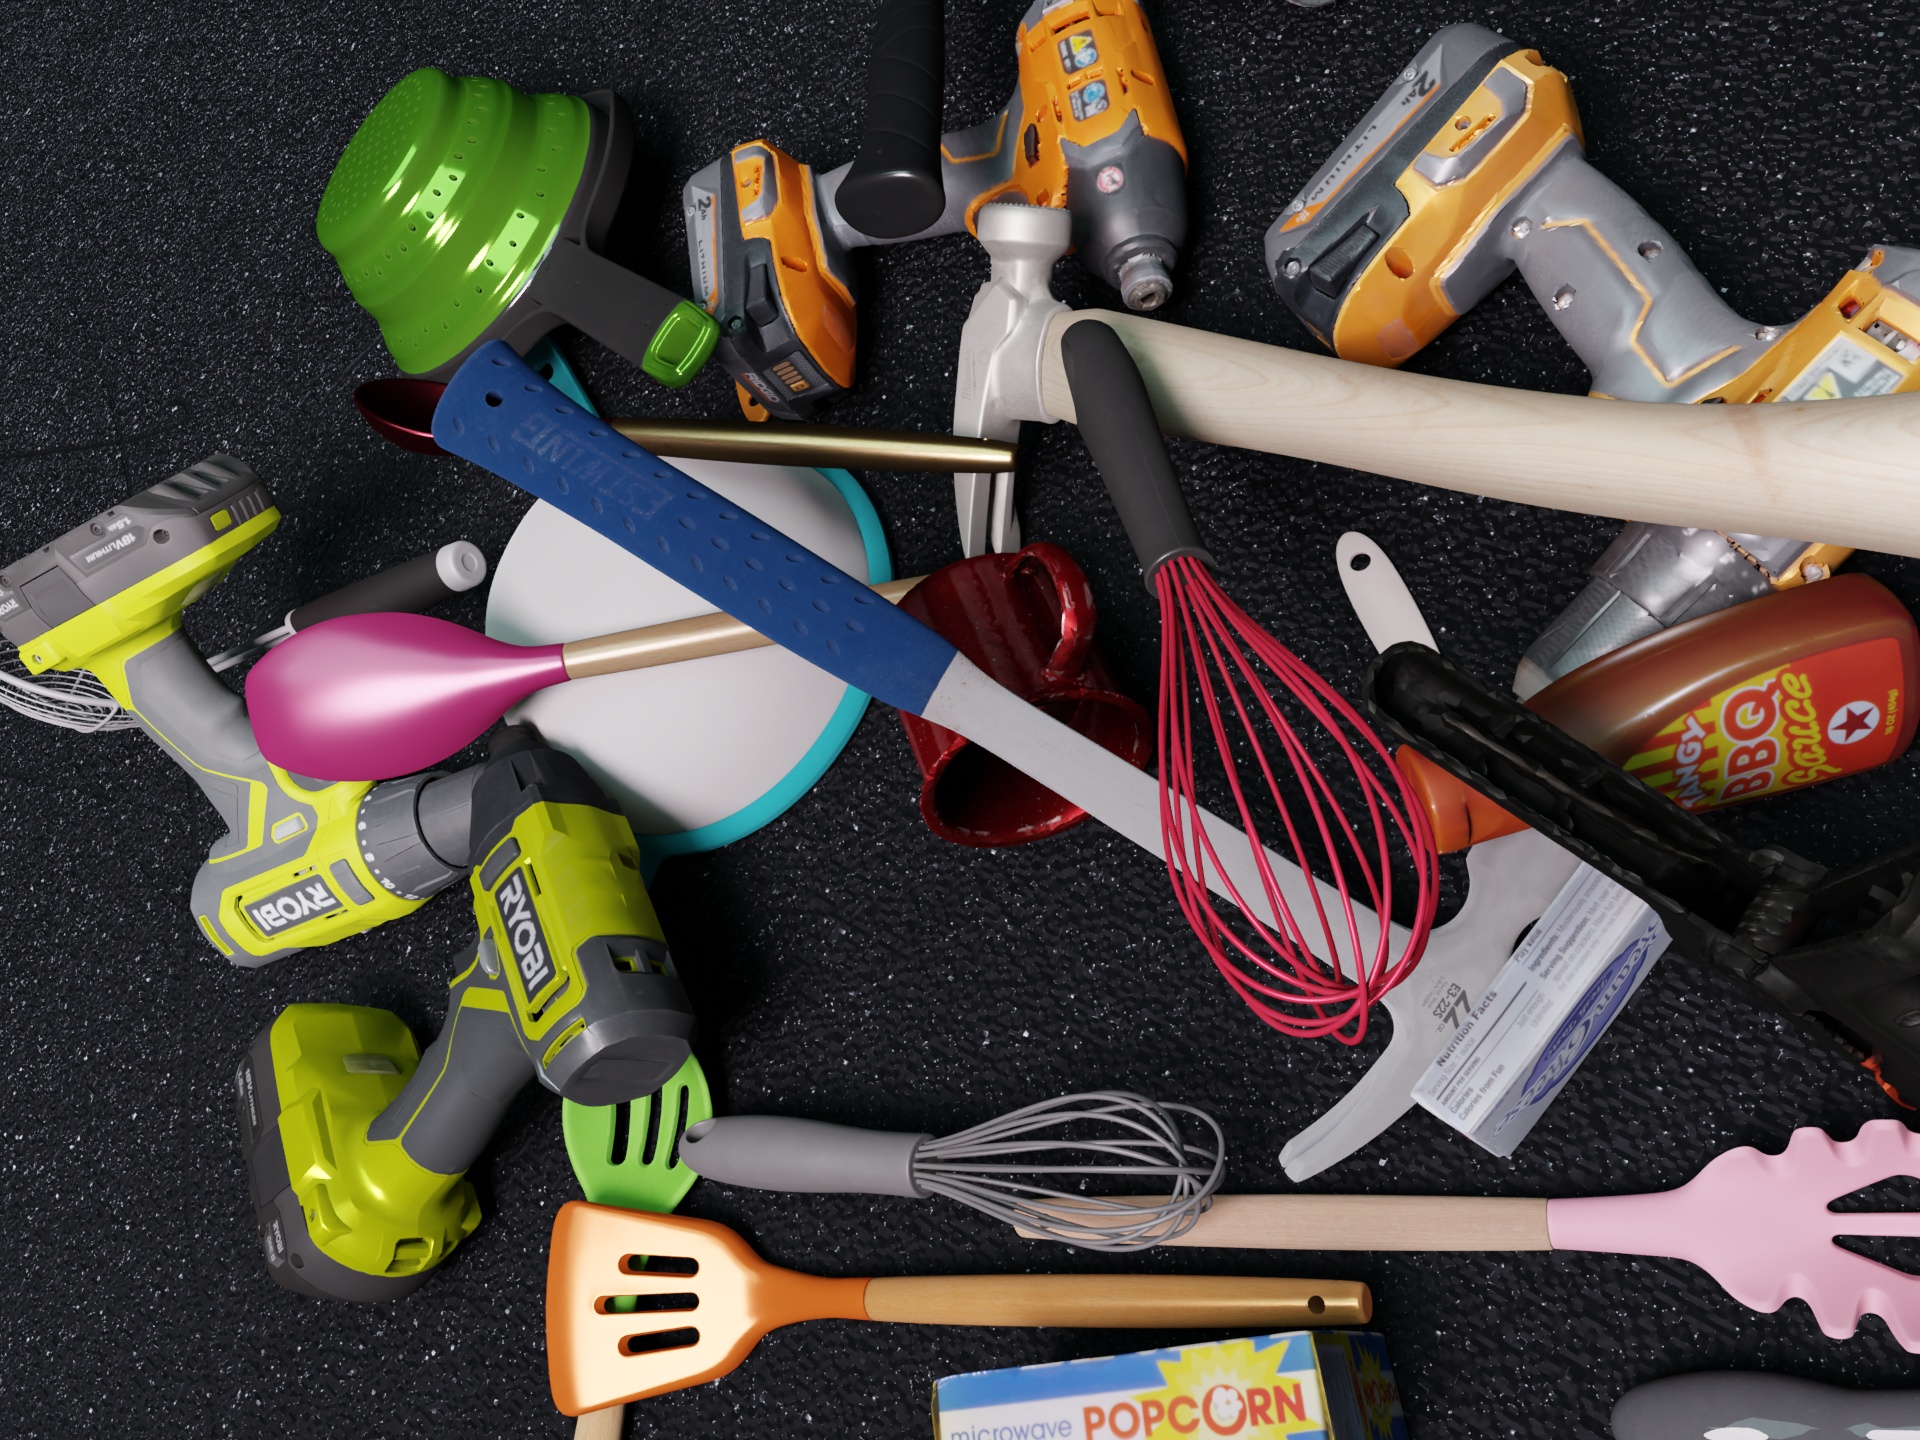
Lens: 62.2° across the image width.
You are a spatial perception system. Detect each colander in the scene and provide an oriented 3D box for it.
[{"bbox_3d":[-0.231,-0.242,0.784,0.204,0.094,0.397,-56,40,3],"label":"colander"}]

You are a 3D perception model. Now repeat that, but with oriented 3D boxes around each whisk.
[{"bbox_3d":[-0.013,0.157,0.574,0.239,0.055,0.055,-7,68,34],"label":"whisk"},{"bbox_3d":[0.312,0.179,0.399,0.284,0.070,0.070,-13,65,30],"label":"whisk"},{"bbox_3d":[0.074,-0.032,0.495,0.073,0.073,0.296,-29,49,17],"label":"whisk"}]

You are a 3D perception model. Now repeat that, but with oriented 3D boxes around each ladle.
[{"bbox_3d":[-0.123,-0.122,0.679,0.315,0.069,0.031,7,115,20],"label":"ladle"}]

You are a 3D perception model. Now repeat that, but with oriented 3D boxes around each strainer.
[{"bbox_3d":[-0.172,-0.096,0.752,0.211,0.095,0.341,-40,58,10],"label":"strainer"}]

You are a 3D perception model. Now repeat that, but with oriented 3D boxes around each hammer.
[{"bbox_3d":[-0.016,-0.342,0.727,0.149,0.036,0.409,-17,45,19],"label":"hammer"},{"bbox_3d":[0.148,-0.088,0.527,0.411,0.038,0.146,21,112,43],"label":"hammer"},{"bbox_3d":[-0.001,-0.002,0.536,0.405,0.035,0.144,32,88,3],"label":"hammer"}]

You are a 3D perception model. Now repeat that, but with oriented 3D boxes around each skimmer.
[{"bbox_3d":[-0.384,-0.063,0.828,0.363,0.127,0.090,-14,87,31],"label":"skimmer"}]

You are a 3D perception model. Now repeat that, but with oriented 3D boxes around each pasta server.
[{"bbox_3d":[0.156,0.159,0.501,0.316,0.040,0.060,-9,74,28],"label":"pasta server"}]

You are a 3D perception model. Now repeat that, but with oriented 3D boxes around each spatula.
[{"bbox_3d":[-0.015,0.209,0.569,0.322,0.041,0.081,-11,73,29],"label":"spatula"}]

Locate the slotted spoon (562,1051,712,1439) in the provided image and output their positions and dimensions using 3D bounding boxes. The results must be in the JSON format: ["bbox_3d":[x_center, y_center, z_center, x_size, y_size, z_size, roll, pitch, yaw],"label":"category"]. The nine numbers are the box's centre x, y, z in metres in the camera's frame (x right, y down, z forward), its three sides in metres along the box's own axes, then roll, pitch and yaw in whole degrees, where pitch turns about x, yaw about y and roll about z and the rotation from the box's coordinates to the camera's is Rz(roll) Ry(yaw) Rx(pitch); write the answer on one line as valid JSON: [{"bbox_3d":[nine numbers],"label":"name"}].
[{"bbox_3d":[-0.144,0.277,0.632,0.070,0.031,0.314,0,73,18],"label":"slotted spoon"}]

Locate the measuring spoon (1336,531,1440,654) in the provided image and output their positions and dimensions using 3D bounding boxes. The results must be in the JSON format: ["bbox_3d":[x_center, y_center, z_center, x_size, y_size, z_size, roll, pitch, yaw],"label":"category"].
[{"bbox_3d":[0.164,-0.023,0.579,0.034,0.018,0.124,-30,58,17],"label":"measuring spoon"}]

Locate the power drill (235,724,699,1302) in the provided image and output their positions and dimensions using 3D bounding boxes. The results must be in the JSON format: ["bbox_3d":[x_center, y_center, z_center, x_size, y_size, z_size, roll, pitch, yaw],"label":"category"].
[{"bbox_3d":[-0.212,0.124,0.669,0.223,0.080,0.171,-46,53,22],"label":"power drill"}]

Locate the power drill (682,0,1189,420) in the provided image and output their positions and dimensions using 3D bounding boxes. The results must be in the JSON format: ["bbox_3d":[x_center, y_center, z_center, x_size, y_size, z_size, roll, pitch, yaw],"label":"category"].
[{"bbox_3d":[-0.007,-0.222,0.719,0.226,0.084,0.164,-19,63,18],"label":"power drill"}]

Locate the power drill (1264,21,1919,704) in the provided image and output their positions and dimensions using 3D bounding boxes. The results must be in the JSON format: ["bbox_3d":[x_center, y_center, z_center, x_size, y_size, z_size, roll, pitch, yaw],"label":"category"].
[{"bbox_3d":[0.209,-0.117,0.557,0.185,0.084,0.226,-49,60,13],"label":"power drill"}]

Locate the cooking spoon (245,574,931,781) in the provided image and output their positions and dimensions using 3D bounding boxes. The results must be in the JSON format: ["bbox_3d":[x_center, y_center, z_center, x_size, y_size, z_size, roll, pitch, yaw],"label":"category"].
[{"bbox_3d":[-0.134,-0.029,0.645,0.319,0.017,0.068,-10,97,1],"label":"cooking spoon"}]

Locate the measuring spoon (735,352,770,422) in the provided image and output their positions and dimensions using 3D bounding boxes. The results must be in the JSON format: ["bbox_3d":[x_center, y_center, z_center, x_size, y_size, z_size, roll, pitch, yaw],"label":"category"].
[{"bbox_3d":[-0.111,-0.198,0.807,0.021,0.011,0.117,-24,61,20],"label":"measuring spoon"}]

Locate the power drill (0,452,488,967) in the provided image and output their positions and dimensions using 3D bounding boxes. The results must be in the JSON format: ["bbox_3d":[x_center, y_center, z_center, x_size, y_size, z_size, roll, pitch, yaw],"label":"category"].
[{"bbox_3d":[-0.321,-0.001,0.743,0.190,0.228,0.080,-21,21,22],"label":"power drill"}]
